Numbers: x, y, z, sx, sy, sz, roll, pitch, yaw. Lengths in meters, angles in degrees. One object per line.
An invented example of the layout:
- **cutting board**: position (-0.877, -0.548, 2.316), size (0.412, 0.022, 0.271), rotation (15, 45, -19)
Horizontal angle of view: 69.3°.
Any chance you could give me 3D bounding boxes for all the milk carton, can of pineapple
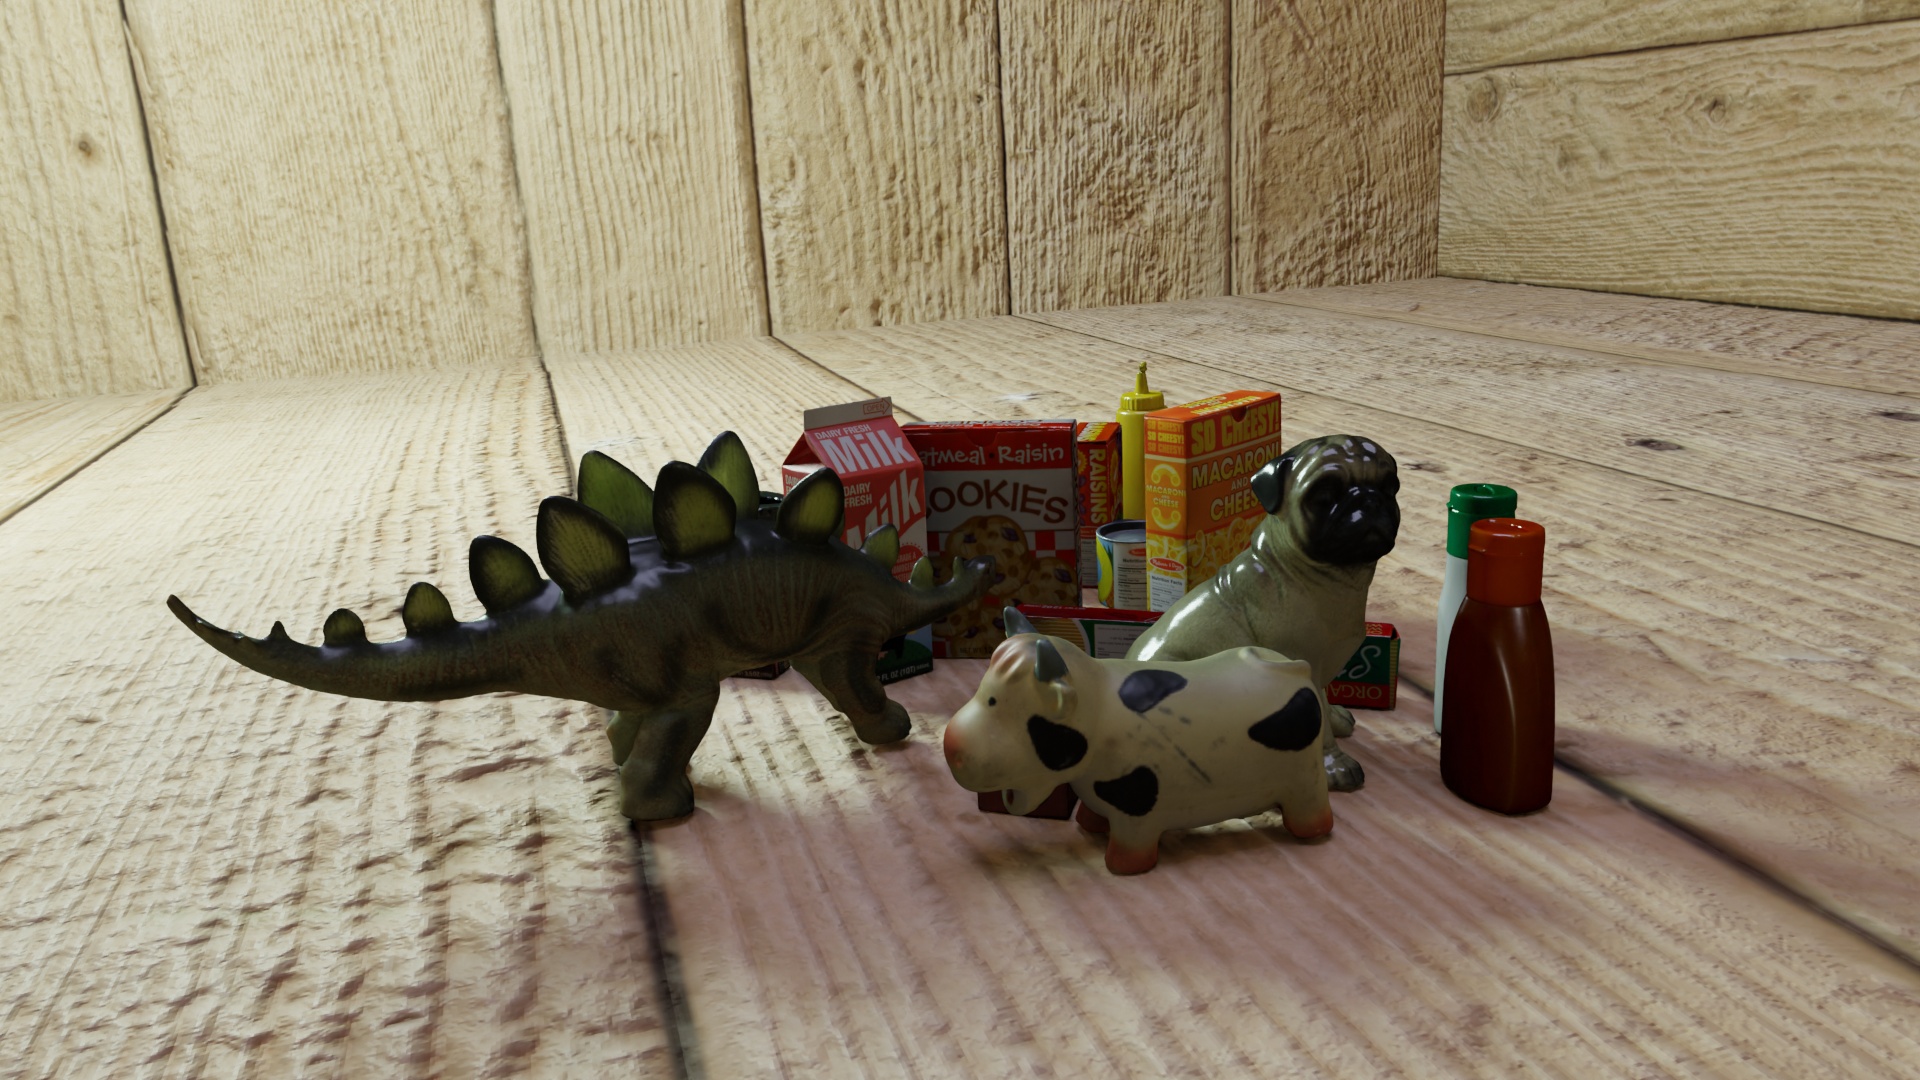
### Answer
- **milk carton**: position (-0.071, 0.000, 0.951), size (0.072, 0.190, 0.073), rotation (-13, 18, -34)
- **can of pineapple**: position (0.140, 0.019, 1.091), size (0.071, 0.057, 0.071), rotation (-3, 15, 1)

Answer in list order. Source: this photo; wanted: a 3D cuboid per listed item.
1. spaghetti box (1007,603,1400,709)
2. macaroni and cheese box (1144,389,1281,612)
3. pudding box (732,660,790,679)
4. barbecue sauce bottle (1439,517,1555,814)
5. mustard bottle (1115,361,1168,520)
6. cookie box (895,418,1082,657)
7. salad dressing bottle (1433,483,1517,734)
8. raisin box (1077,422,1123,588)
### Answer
- **spaghetti box**: position (0.154, 0.074, 0.901), size (0.250, 0.050, 0.029), rotation (2, 16, 18)
- **macaroni and cheese box**: position (0.187, -0.018, 1.011), size (0.040, 0.166, 0.124), rotation (11, 21, 43)
- **pudding box**: position (-0.165, 0.069, 0.982), size (0.084, 0.049, 0.030), rotation (2, 16, 17)
- **barbecue sauce bottle**: position (0.283, 0.064, 0.727), size (0.044, 0.148, 0.065), rotation (-8, 16, -17)
- **mustard bottle**: position (0.168, -0.086, 1.273), size (0.049, 0.159, 0.065), rotation (9, 19, 39)
- **cookie box**: position (0.022, -0.001, 0.978), size (0.123, 0.167, 0.040), rotation (-1, 15, 9)
- **salad dressing bottle**: position (0.300, 0.042, 0.806), size (0.044, 0.147, 0.064), rotation (0, 15, 12)
- **raisin box**: position (0.112, -0.031, 1.153), size (0.040, 0.123, 0.086), rotation (1, 15, 14)
